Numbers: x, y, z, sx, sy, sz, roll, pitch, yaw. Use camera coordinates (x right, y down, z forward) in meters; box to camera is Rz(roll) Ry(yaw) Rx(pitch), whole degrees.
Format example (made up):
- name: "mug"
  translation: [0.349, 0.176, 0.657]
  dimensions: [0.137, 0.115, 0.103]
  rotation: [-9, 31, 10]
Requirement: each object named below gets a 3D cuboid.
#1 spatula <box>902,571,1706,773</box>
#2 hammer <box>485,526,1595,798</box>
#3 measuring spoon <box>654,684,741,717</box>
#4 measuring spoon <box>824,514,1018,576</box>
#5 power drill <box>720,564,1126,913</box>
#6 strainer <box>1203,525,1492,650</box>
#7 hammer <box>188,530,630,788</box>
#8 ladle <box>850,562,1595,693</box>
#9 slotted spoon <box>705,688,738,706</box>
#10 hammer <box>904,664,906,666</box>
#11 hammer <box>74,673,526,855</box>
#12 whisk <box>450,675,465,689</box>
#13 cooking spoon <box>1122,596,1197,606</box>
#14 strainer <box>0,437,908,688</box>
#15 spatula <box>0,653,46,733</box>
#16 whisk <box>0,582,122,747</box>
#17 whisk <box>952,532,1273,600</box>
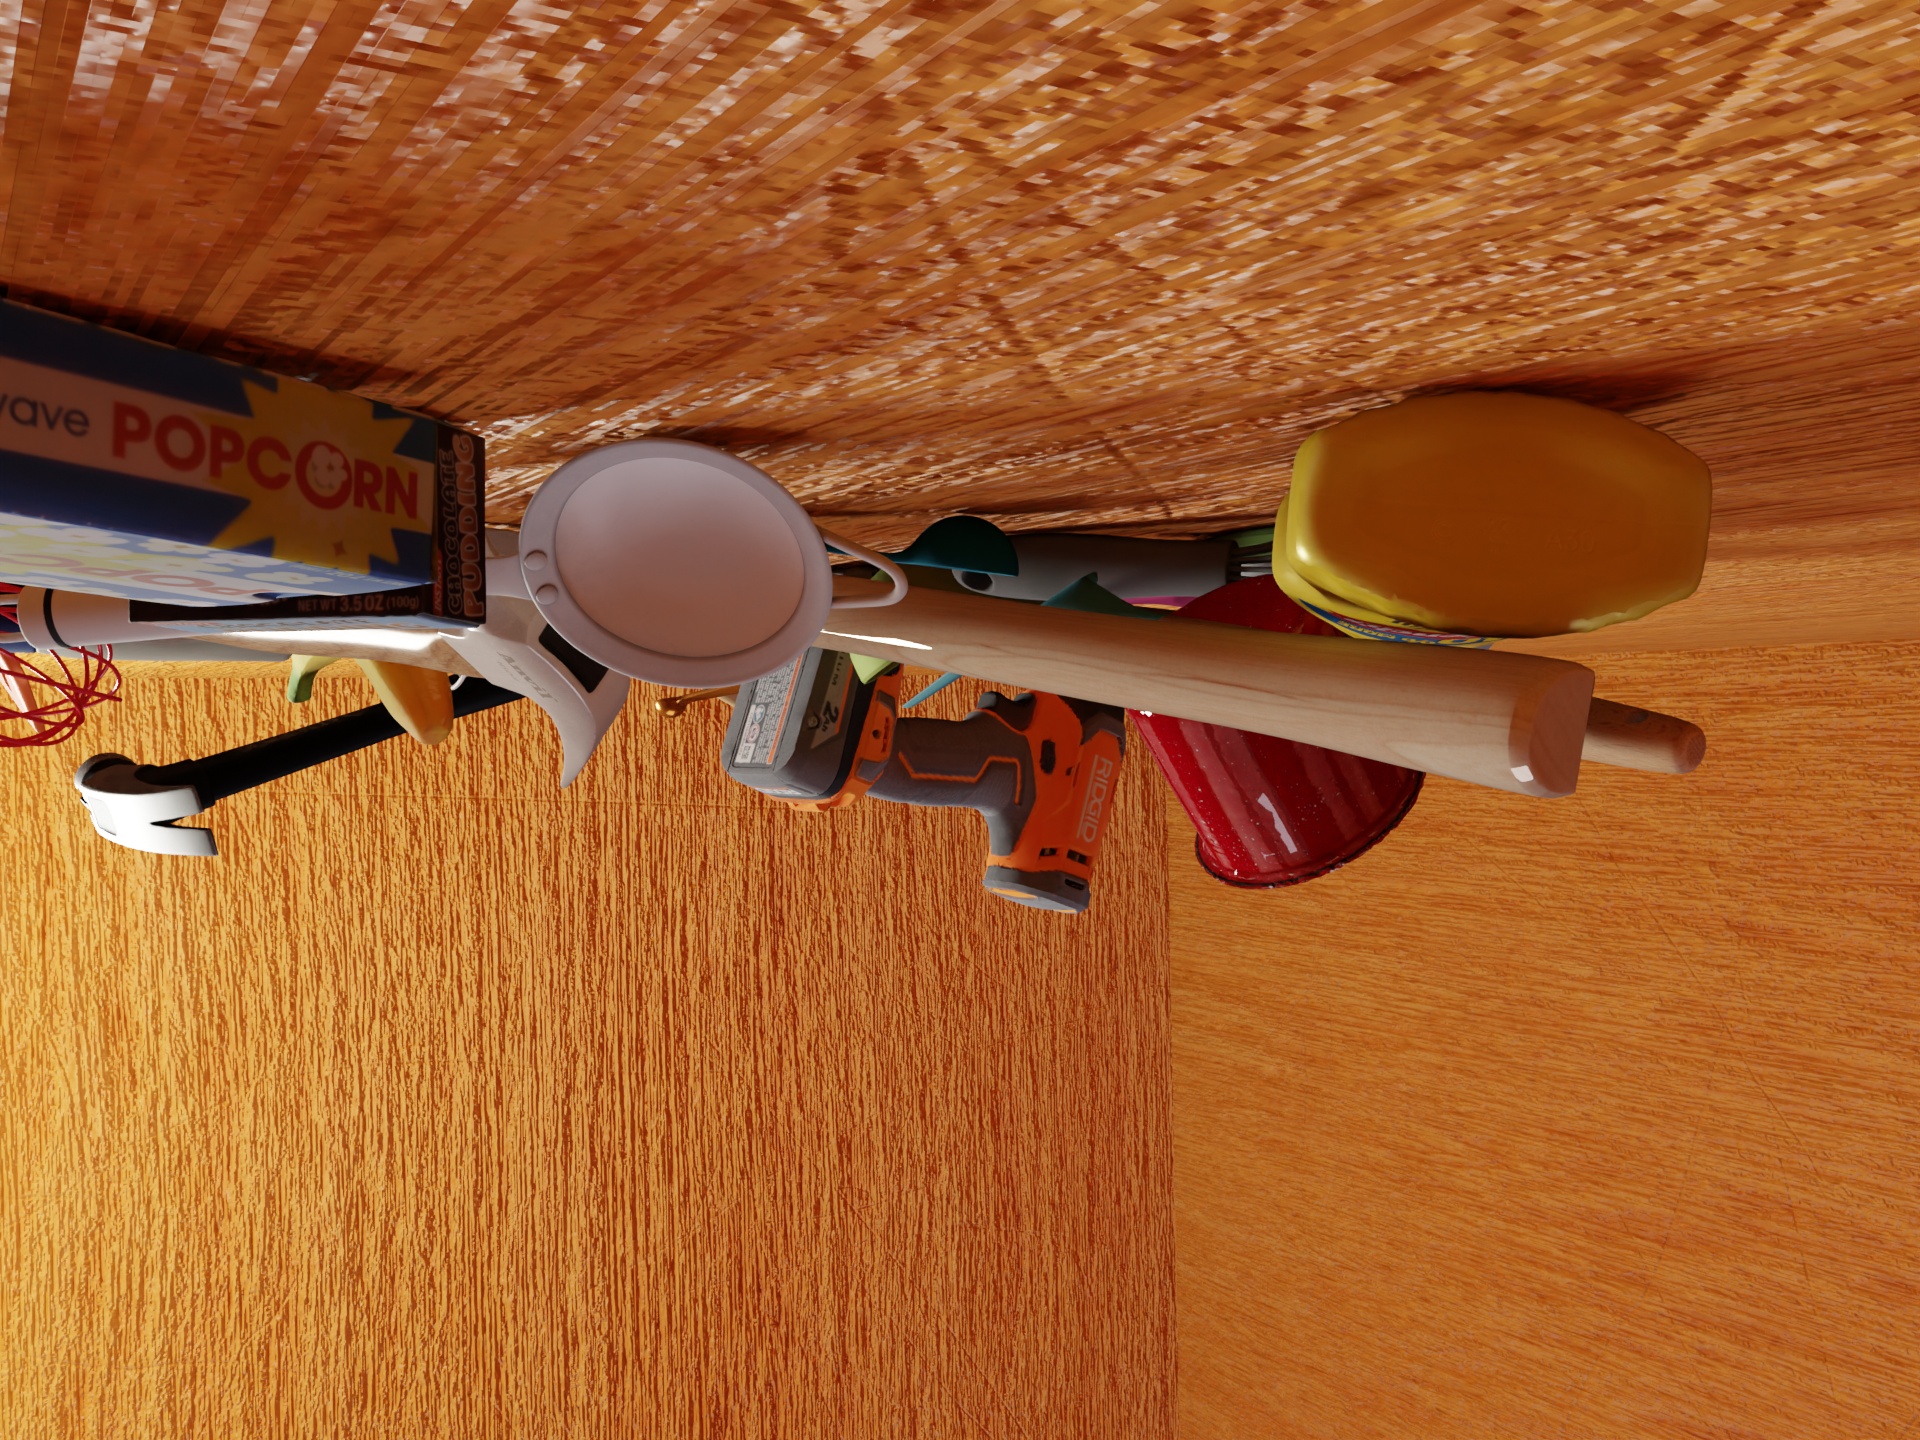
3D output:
- name: "spatula"
  translation: [0.086, -0.014, 0.502]
  dimensions: [0.082, 0.044, 0.318]
  rotation: [-32, -154, -25]
- name: "hammer"
  translation: [-0.013, -0.028, 0.493]
  dimensions: [0.146, 0.038, 0.411]
  rotation: [1, -173, -43]
- name: "measuring spoon"
  translation: [-0.128, -0.015, 0.921]
  dimensions: [0.117, 0.011, 0.021]
  rotation: [-10, 168, 25]
- name: "measuring spoon"
  translation: [-0.040, -0.072, 0.588]
  dimensions: [0.128, 0.021, 0.042]
  rotation: [8, -176, -7]
- name: "power drill"
  translation: [-0.001, -0.003, 0.849]
  dimensions: [0.226, 0.164, 0.084]
  rotation: [24, 165, -36]
- name: "strainer"
  translation: [0.204, -0.047, 0.746]
  dimensions: [0.151, 0.069, 0.256]
  rotation: [-1, 179, 30]
- name: "hammer"
  translation: [-0.246, -0.037, 0.602]
  dimensions: [0.331, 0.031, 0.129]
  rotation: [7, 147, 40]
- name: "ladle"
  translation: [0.094, -0.026, 0.665]
  dimensions: [0.320, 0.062, 0.078]
  rotation: [10, -155, 27]
- name: "slotted spoon"
  translation: [-0.157, -0.035, 0.907]
  dimensions: [0.070, 0.031, 0.313]
  rotation: [0, 169, 12]
- name: "hammer"
  translation: [-0.067, -0.061, 1.211]
  dimensions: [0.144, 0.035, 0.405]
  rotation: [-1, 180, 19]
- name: "hammer"
  translation: [-0.288, -0.007, 0.861]
  dimensions: [0.334, 0.035, 0.146]
  rotation: [-23, -159, -33]
- name: "whisk"
  translation: [-0.285, -0.050, 0.869]
  dimensions: [0.057, 0.059, 0.246]
  rotation: [19, 175, -27]
- name: "cooking spoon"
  translation: [0.062, -0.071, 0.887]
  dimensions: [0.319, 0.017, 0.068]
  rotation: [-1, 172, 19]
- name: "strainer"
  translation: [-0.145, -0.041, 0.440]
  dimensions: [0.258, 0.086, 0.050]
  rotation: [-5, -137, -2]
- name: "spatula"
  translation: [-0.489, -0.045, 0.708]
  dimensions: [0.041, 0.081, 0.322]
  rotation: [-35, 180, -7]
- name: "whisk"
  translation: [-0.424, -0.036, 0.592]
  dimensions: [0.073, 0.073, 0.295]
  rotation: [-1, 171, 11]
- name: "whisk"
  translation: [0.106, -0.058, 0.626]
  dimensions: [0.239, 0.055, 0.055]
  rotation: [4, -178, 24]
